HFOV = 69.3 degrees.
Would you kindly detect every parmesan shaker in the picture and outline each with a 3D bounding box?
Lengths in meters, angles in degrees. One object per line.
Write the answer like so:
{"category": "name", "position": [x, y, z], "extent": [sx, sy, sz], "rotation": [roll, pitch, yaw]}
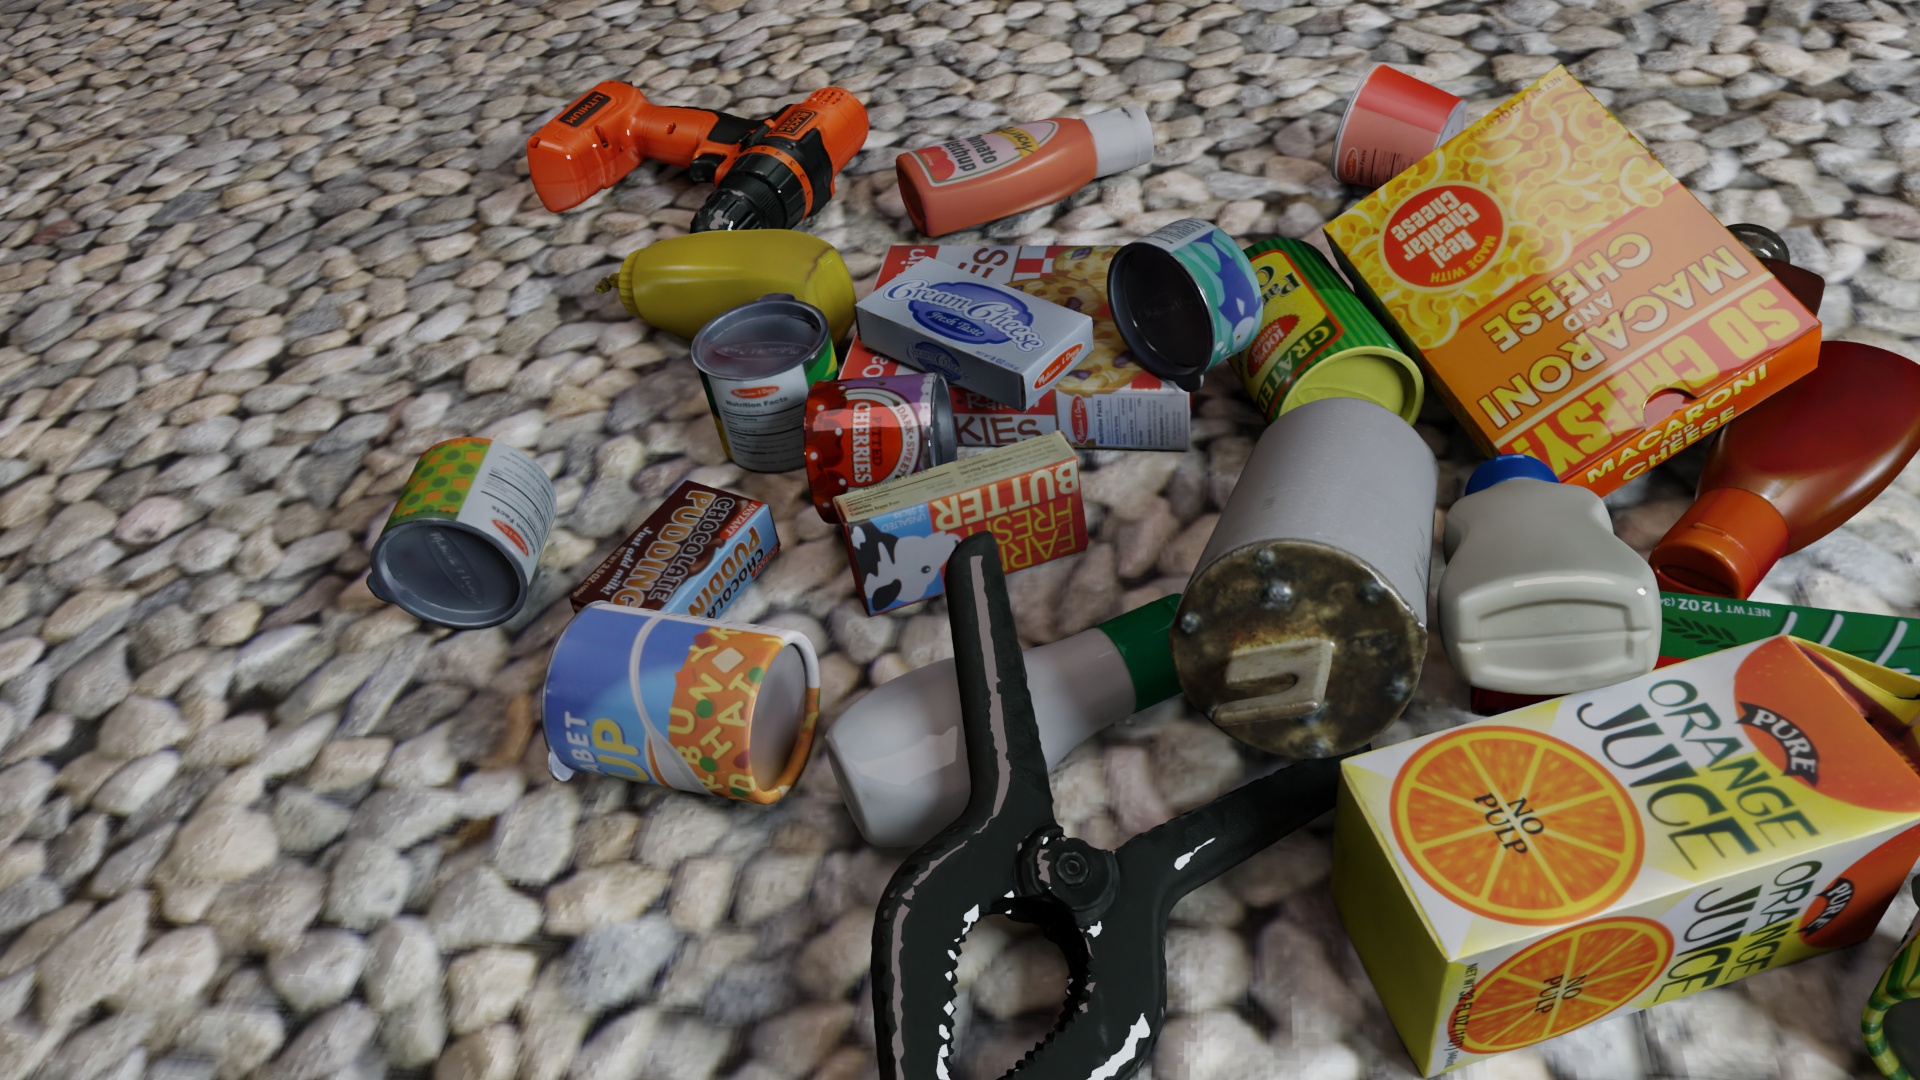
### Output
{"category": "parmesan shaker", "position": [0.156, -0.084, 0.636], "extent": [0.071, 0.071, 0.103], "rotation": [-13, 40, -3]}

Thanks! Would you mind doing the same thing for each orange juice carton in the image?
{"category": "orange juice carton", "position": [0.218, 0.090, 0.427], "extent": [0.193, 0.071, 0.073], "rotation": [-15, 43, -5]}

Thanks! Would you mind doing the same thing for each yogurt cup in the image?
{"category": "yogurt cup", "position": [0.246, -0.226, 0.775], "extent": [0.054, 0.072, 0.073], "rotation": [26, 53, 23]}

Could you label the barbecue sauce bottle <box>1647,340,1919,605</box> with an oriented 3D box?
{"category": "barbecue sauce bottle", "position": [0.328, -0.026, 0.554], "extent": [0.149, 0.043, 0.065], "rotation": [-37, 42, -26]}

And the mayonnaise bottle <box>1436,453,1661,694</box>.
{"category": "mayonnaise bottle", "position": [0.198, 0.006, 0.483], "extent": [0.065, 0.041, 0.149], "rotation": [-6, 16, 19]}

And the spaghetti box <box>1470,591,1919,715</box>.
{"category": "spaghetti box", "position": [0.312, 0.051, 0.484], "extent": [0.250, 0.028, 0.050], "rotation": [6, 45, 18]}

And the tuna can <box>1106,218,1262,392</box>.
{"category": "tuna can", "position": [0.099, -0.104, 0.612], "extent": [0.033, 0.070, 0.071], "rotation": [-31, 46, -25]}

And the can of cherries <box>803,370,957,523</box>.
{"category": "can of cherries", "position": [-0.035, -0.042, 0.621], "extent": [0.058, 0.071, 0.072], "rotation": [-3, 43, 8]}

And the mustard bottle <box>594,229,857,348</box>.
{"category": "mustard bottle", "position": [-0.135, -0.137, 0.750], "extent": [0.160, 0.065, 0.049], "rotation": [10, 50, 26]}

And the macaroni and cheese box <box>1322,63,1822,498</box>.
{"category": "macaroni and cheese box", "position": [0.252, -0.106, 0.592], "extent": [0.123, 0.040, 0.167], "rotation": [-34, 58, 13]}

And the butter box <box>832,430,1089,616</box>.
{"category": "butter box", "position": [0.002, -0.007, 0.589], "extent": [0.104, 0.052, 0.024], "rotation": [-17, 40, -9]}

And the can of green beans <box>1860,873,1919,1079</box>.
{"category": "can of green beans", "position": [0.292, 0.127, 0.378], "extent": [0.071, 0.071, 0.058], "rotation": [30, 56, 36]}

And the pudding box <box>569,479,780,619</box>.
{"category": "pudding box", "position": [-0.123, 0.014, 0.606], "extent": [0.050, 0.030, 0.084], "rotation": [18, 49, 26]}

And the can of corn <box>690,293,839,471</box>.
{"category": "can of corn", "position": [-0.091, -0.077, 0.679], "extent": [0.071, 0.058, 0.071], "rotation": [-6, 42, 5]}

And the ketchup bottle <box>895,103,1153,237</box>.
{"category": "ketchup bottle", "position": [0.040, -0.222, 0.824], "extent": [0.149, 0.043, 0.065], "rotation": [-17, 42, -9]}

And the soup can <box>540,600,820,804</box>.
{"category": "soup can", "position": [-0.104, 0.063, 0.524], "extent": [0.084, 0.071, 0.072], "rotation": [7, 45, 17]}

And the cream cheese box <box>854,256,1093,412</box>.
{"category": "cream cheese box", "position": [0.006, -0.098, 0.648], "extent": [0.104, 0.024, 0.053], "rotation": [26, 52, 32]}

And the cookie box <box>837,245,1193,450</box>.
{"category": "cookie box", "position": [0.033, -0.098, 0.693], "extent": [0.167, 0.040, 0.123], "rotation": [2, 44, 12]}

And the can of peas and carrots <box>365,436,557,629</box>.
{"category": "can of peas and carrots", "position": [-0.221, -0.003, 0.618], "extent": [0.071, 0.070, 0.059], "rotation": [-5, 42, 6]}

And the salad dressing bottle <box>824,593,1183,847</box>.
{"category": "salad dressing bottle", "position": [0.025, 0.063, 0.516], "extent": [0.148, 0.043, 0.064], "rotation": [-22, 45, -15]}
